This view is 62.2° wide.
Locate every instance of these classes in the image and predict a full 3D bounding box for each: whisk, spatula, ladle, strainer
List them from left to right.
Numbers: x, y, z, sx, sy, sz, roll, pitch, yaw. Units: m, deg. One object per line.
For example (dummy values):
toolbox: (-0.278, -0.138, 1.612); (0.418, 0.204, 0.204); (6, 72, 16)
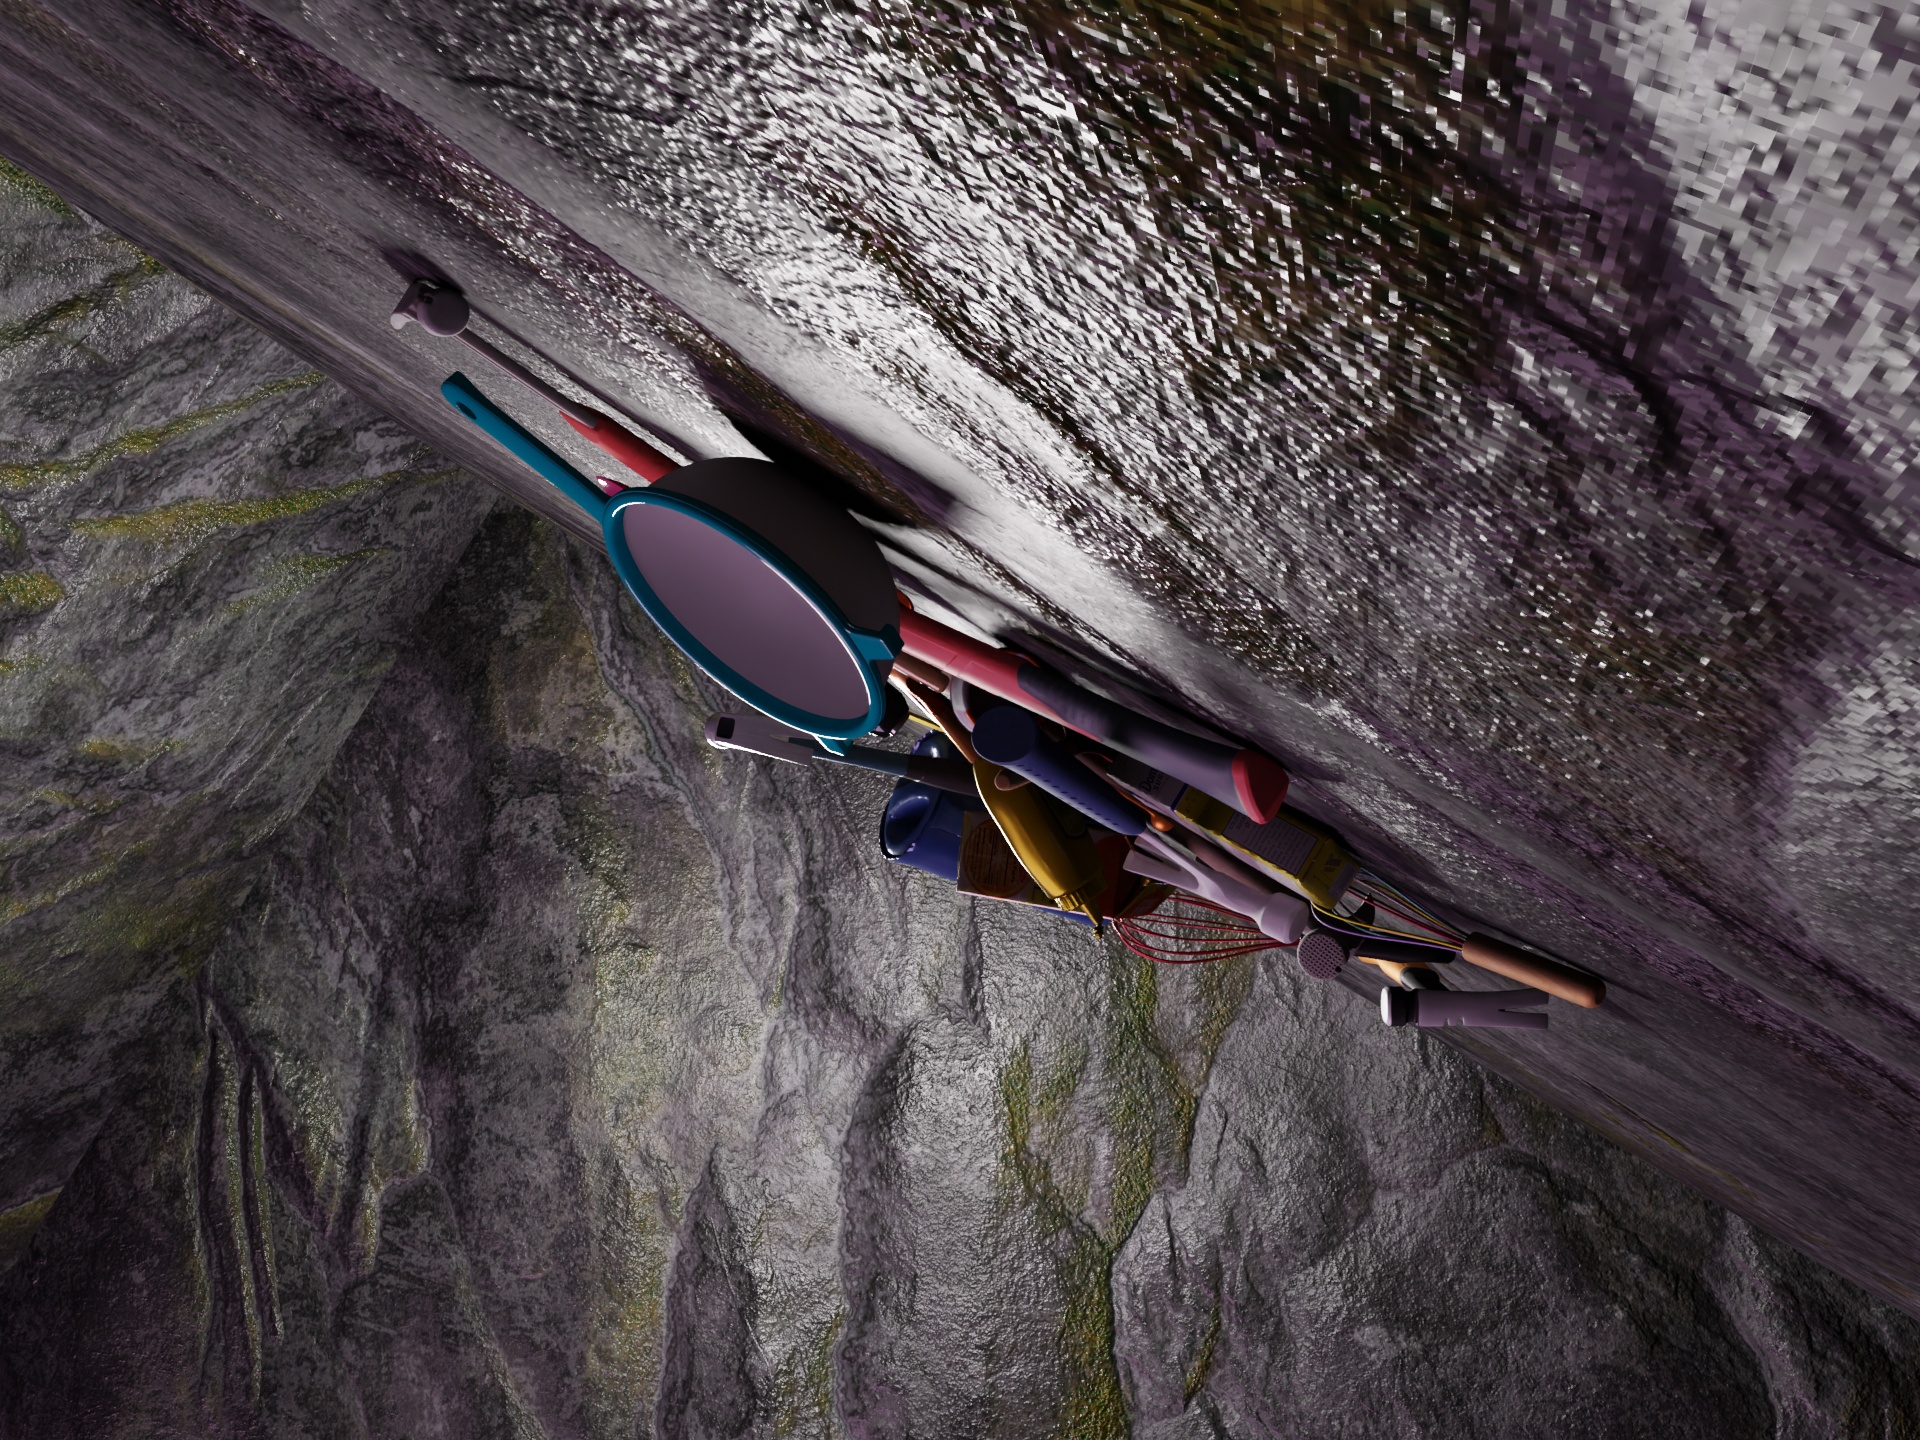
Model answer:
strainer: (-0.162, -0.130, 0.990); (0.340, 0.095, 0.211); (38, 156, 2)
spatula: (-0.002, -0.004, 1.323); (0.081, 0.041, 0.322); (25, 162, 44)
ladle: (0.069, 0.023, 1.130); (0.069, 0.031, 0.315); (37, -166, 10)
whisk: (0.271, 0.183, 1.359); (0.296, 0.073, 0.073); (6, 172, 8)
whisk: (0.349, 0.151, 1.135); (0.047, 0.051, 0.245); (7, -172, -38)

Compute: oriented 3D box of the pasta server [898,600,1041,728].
pasta server: (-0.055, -0.076, 1.180); (0.316, 0.040, 0.060); (37, 164, -21)

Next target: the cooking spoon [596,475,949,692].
cooking spoon: (-0.144, -0.105, 1.199); (0.319, 0.017, 0.068); (31, 167, 12)

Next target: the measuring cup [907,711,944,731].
measuring cup: (-0.073, -0.030, 1.489); (0.156, 0.029, 0.062); (24, 172, 7)

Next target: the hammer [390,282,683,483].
hammer: (-0.253, -0.205, 1.184); (0.358, 0.037, 0.149); (34, 176, -29)

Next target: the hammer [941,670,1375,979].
hammer: (0.156, 0.064, 1.318); (0.411, 0.038, 0.146); (35, -158, 16)

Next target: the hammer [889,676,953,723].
hammer: (-0.050, -0.039, 1.517); (0.334, 0.035, 0.146); (41, 171, -31)

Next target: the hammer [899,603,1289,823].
hammer: (0.035, -0.018, 1.051); (0.386, 0.038, 0.143); (26, 149, 25)

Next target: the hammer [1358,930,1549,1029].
hammer: (0.407, 0.223, 1.398); (0.127, 0.034, 0.337); (0, 180, 4)

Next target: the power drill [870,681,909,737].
power drill: (-0.126, -0.046, 1.346); (0.190, 0.080, 0.228); (38, 174, 1)

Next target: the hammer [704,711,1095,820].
hammer: (-0.035, 0.038, 1.290); (0.330, 0.033, 0.128); (12, 177, -20)

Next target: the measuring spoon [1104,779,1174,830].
measuring spoon: (0.112, 0.053, 1.216); (0.117, 0.011, 0.021); (32, -179, 0)

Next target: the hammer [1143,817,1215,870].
hammer: (0.153, 0.077, 1.541); (0.149, 0.036, 0.409); (28, -177, -43)

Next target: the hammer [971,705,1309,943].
hammer: (0.111, 0.069, 1.060); (0.144, 0.035, 0.405); (23, 174, 33)
